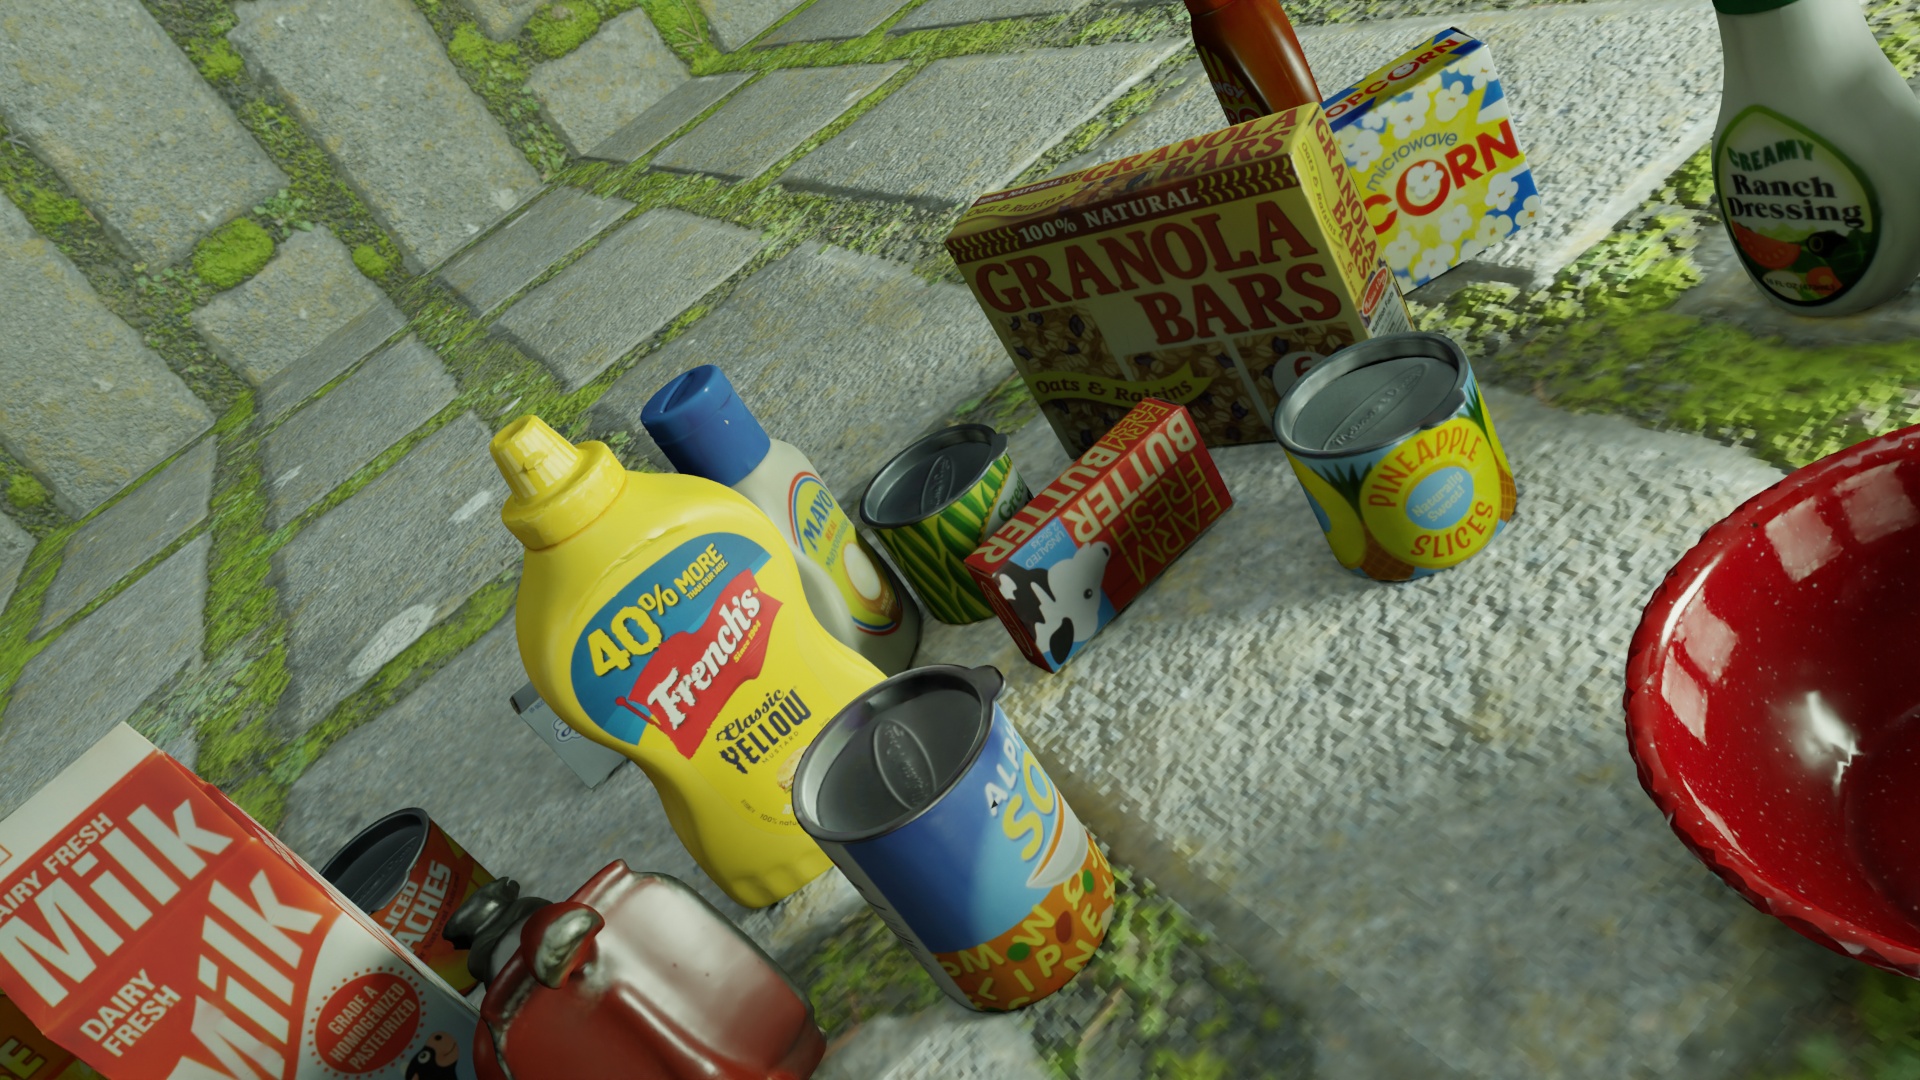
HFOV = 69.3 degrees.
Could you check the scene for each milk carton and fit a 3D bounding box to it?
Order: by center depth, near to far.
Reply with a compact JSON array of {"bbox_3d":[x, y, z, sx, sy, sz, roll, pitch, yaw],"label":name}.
[{"bbox_3d":[-0.222,0.145,0.442,0.073,0.190,0.072,9,49,51],"label":"milk carton"}]

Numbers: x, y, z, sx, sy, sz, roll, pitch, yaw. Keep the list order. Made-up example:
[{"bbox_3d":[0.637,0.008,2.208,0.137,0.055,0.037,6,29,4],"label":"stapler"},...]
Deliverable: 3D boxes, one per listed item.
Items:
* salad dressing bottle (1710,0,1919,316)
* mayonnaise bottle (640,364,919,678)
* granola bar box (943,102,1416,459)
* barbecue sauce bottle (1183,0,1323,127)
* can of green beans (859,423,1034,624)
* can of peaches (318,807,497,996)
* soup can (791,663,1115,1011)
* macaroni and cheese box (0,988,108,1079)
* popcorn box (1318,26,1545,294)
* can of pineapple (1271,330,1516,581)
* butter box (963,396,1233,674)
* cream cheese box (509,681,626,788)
[{"bbox_3d":[0.263,-0.141,0.434,0.044,0.147,0.064,-40,29,-12],"label":"salad dressing bottle"},{"bbox_3d":[-0.070,-0.002,0.557,0.041,0.147,0.065,-19,32,25],"label":"mayonnaise bottle"},{"bbox_3d":[0.090,-0.097,0.565,0.165,0.124,0.039,-3,41,43],"label":"granola bar box"},{"bbox_3d":[0.148,-0.243,0.705,0.044,0.148,0.065,-35,29,-2],"label":"barbecue sauce bottle"},{"bbox_3d":[0.000,-0.007,0.587,0.071,0.057,0.071,-25,30,16],"label":"can of green beans"},{"bbox_3d":[-0.225,0.154,0.569,0.071,0.058,0.071,-25,30,16],"label":"can of peaches"},{"bbox_3d":[0.002,0.088,0.415,0.071,0.083,0.072,-25,30,16],"label":"soup can"},{"bbox_3d":[-0.359,0.212,0.503,0.124,0.166,0.040,-47,31,-22],"label":"macaroni and cheese box"},{"bbox_3d":[0.175,-0.148,0.598,0.126,0.085,0.038,-29,29,8],"label":"popcorn box"},{"bbox_3d":[0.148,-0.028,0.470,0.071,0.057,0.071,-25,30,16],"label":"can of pineapple"},{"bbox_3d":[0.054,-0.003,0.532,0.104,0.053,0.024,-42,30,-15],"label":"butter box"},{"bbox_3d":[-0.148,0.060,0.640,0.104,0.053,0.024,-41,29,-14],"label":"cream cheese box"}]
